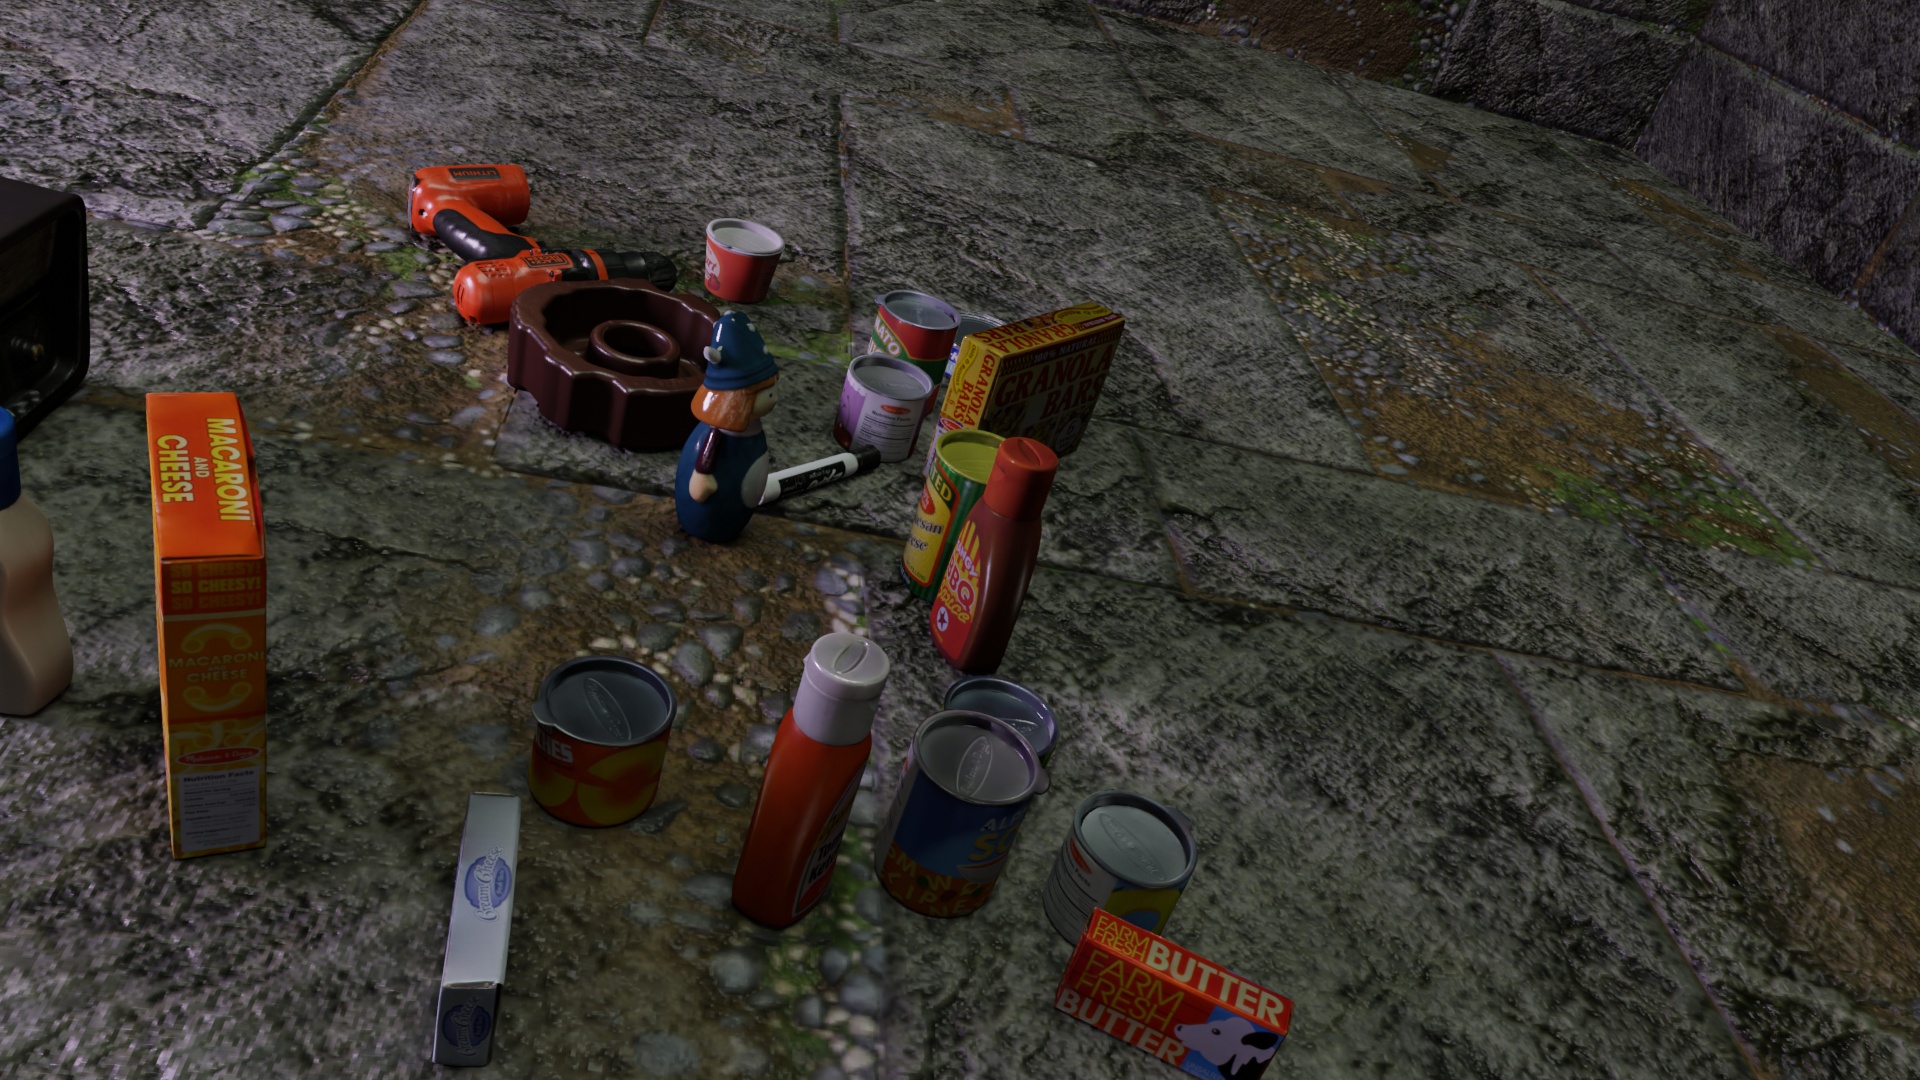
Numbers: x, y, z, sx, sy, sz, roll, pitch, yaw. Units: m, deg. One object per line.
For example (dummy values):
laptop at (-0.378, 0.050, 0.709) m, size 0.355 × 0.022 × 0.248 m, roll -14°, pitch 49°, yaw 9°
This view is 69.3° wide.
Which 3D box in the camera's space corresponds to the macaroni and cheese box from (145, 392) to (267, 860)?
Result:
macaroni and cheese box at (-0.332, 0.036, 0.614) m, size 0.040 × 0.165 × 0.124 m, roll -3°, pitch 38°, yaw -31°

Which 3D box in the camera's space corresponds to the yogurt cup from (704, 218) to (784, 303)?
yogurt cup at (-0.192, -0.243, 1.214) m, size 0.072 × 0.053 × 0.073 m, roll 13°, pitch 32°, yaw -8°

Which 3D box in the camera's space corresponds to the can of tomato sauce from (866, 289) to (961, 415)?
can of tomato sauce at (-0.044, -0.151, 1.121) m, size 0.071 × 0.082 × 0.071 m, roll 13°, pitch 32°, yaw -8°

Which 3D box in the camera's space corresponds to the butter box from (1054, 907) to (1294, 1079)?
butter box at (0.100, 0.220, 0.659) m, size 0.103 × 0.052 × 0.024 m, roll 24°, pitch 32°, yaw 9°

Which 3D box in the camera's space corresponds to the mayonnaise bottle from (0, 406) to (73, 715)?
mayonnaise bottle at (-0.437, 0.009, 0.620) m, size 0.065 × 0.147 × 0.041 m, roll 19°, pitch 32°, yaw 1°

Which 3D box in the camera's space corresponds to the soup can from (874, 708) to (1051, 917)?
soup can at (0.000, 0.139, 0.702) m, size 0.071 × 0.083 × 0.072 m, roll 13°, pitch 32°, yaw -8°

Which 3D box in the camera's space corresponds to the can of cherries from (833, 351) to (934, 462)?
can of cherries at (-0.060, -0.102, 1.063) m, size 0.071 × 0.058 × 0.072 m, roll 13°, pitch 32°, yaw -8°

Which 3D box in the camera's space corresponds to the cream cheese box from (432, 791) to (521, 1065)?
cream cheese box at (-0.205, 0.163, 0.591) m, size 0.024 × 0.053 × 0.104 m, roll 7°, pitch 34°, yaw -18°

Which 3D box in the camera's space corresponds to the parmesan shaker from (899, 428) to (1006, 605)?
parmesan shaker at (0.003, -0.011, 0.915) m, size 0.071 × 0.102 × 0.072 m, roll 13°, pitch 32°, yaw -8°

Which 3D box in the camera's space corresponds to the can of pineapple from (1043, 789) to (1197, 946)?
can of pineapple at (0.083, 0.172, 0.718) m, size 0.071 × 0.057 × 0.071 m, roll 13°, pitch 32°, yaw -8°

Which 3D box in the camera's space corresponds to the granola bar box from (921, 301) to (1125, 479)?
granola bar box at (0.051, -0.110, 1.069) m, size 0.039 × 0.123 × 0.166 m, roll 35°, pitch 36°, yaw 25°

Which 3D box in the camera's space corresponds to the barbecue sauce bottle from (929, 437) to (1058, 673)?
barbecue sauce bottle at (0.021, 0.008, 0.852) m, size 0.044 × 0.147 × 0.065 m, roll 1°, pitch 36°, yaw -25°

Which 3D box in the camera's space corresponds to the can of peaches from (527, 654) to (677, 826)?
can of peaches at (-0.182, 0.100, 0.694) m, size 0.071 × 0.057 × 0.071 m, roll 13°, pitch 32°, yaw -8°

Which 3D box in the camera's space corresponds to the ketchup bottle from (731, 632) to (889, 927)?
ketchup bottle at (-0.069, 0.110, 0.651) m, size 0.043 × 0.148 × 0.065 m, roll 25°, pitch 32°, yaw 10°

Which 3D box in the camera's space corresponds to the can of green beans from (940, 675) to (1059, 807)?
can of green beans at (0.015, 0.118, 0.767) m, size 0.071 × 0.057 × 0.071 m, roll 13°, pitch 32°, yaw -8°
